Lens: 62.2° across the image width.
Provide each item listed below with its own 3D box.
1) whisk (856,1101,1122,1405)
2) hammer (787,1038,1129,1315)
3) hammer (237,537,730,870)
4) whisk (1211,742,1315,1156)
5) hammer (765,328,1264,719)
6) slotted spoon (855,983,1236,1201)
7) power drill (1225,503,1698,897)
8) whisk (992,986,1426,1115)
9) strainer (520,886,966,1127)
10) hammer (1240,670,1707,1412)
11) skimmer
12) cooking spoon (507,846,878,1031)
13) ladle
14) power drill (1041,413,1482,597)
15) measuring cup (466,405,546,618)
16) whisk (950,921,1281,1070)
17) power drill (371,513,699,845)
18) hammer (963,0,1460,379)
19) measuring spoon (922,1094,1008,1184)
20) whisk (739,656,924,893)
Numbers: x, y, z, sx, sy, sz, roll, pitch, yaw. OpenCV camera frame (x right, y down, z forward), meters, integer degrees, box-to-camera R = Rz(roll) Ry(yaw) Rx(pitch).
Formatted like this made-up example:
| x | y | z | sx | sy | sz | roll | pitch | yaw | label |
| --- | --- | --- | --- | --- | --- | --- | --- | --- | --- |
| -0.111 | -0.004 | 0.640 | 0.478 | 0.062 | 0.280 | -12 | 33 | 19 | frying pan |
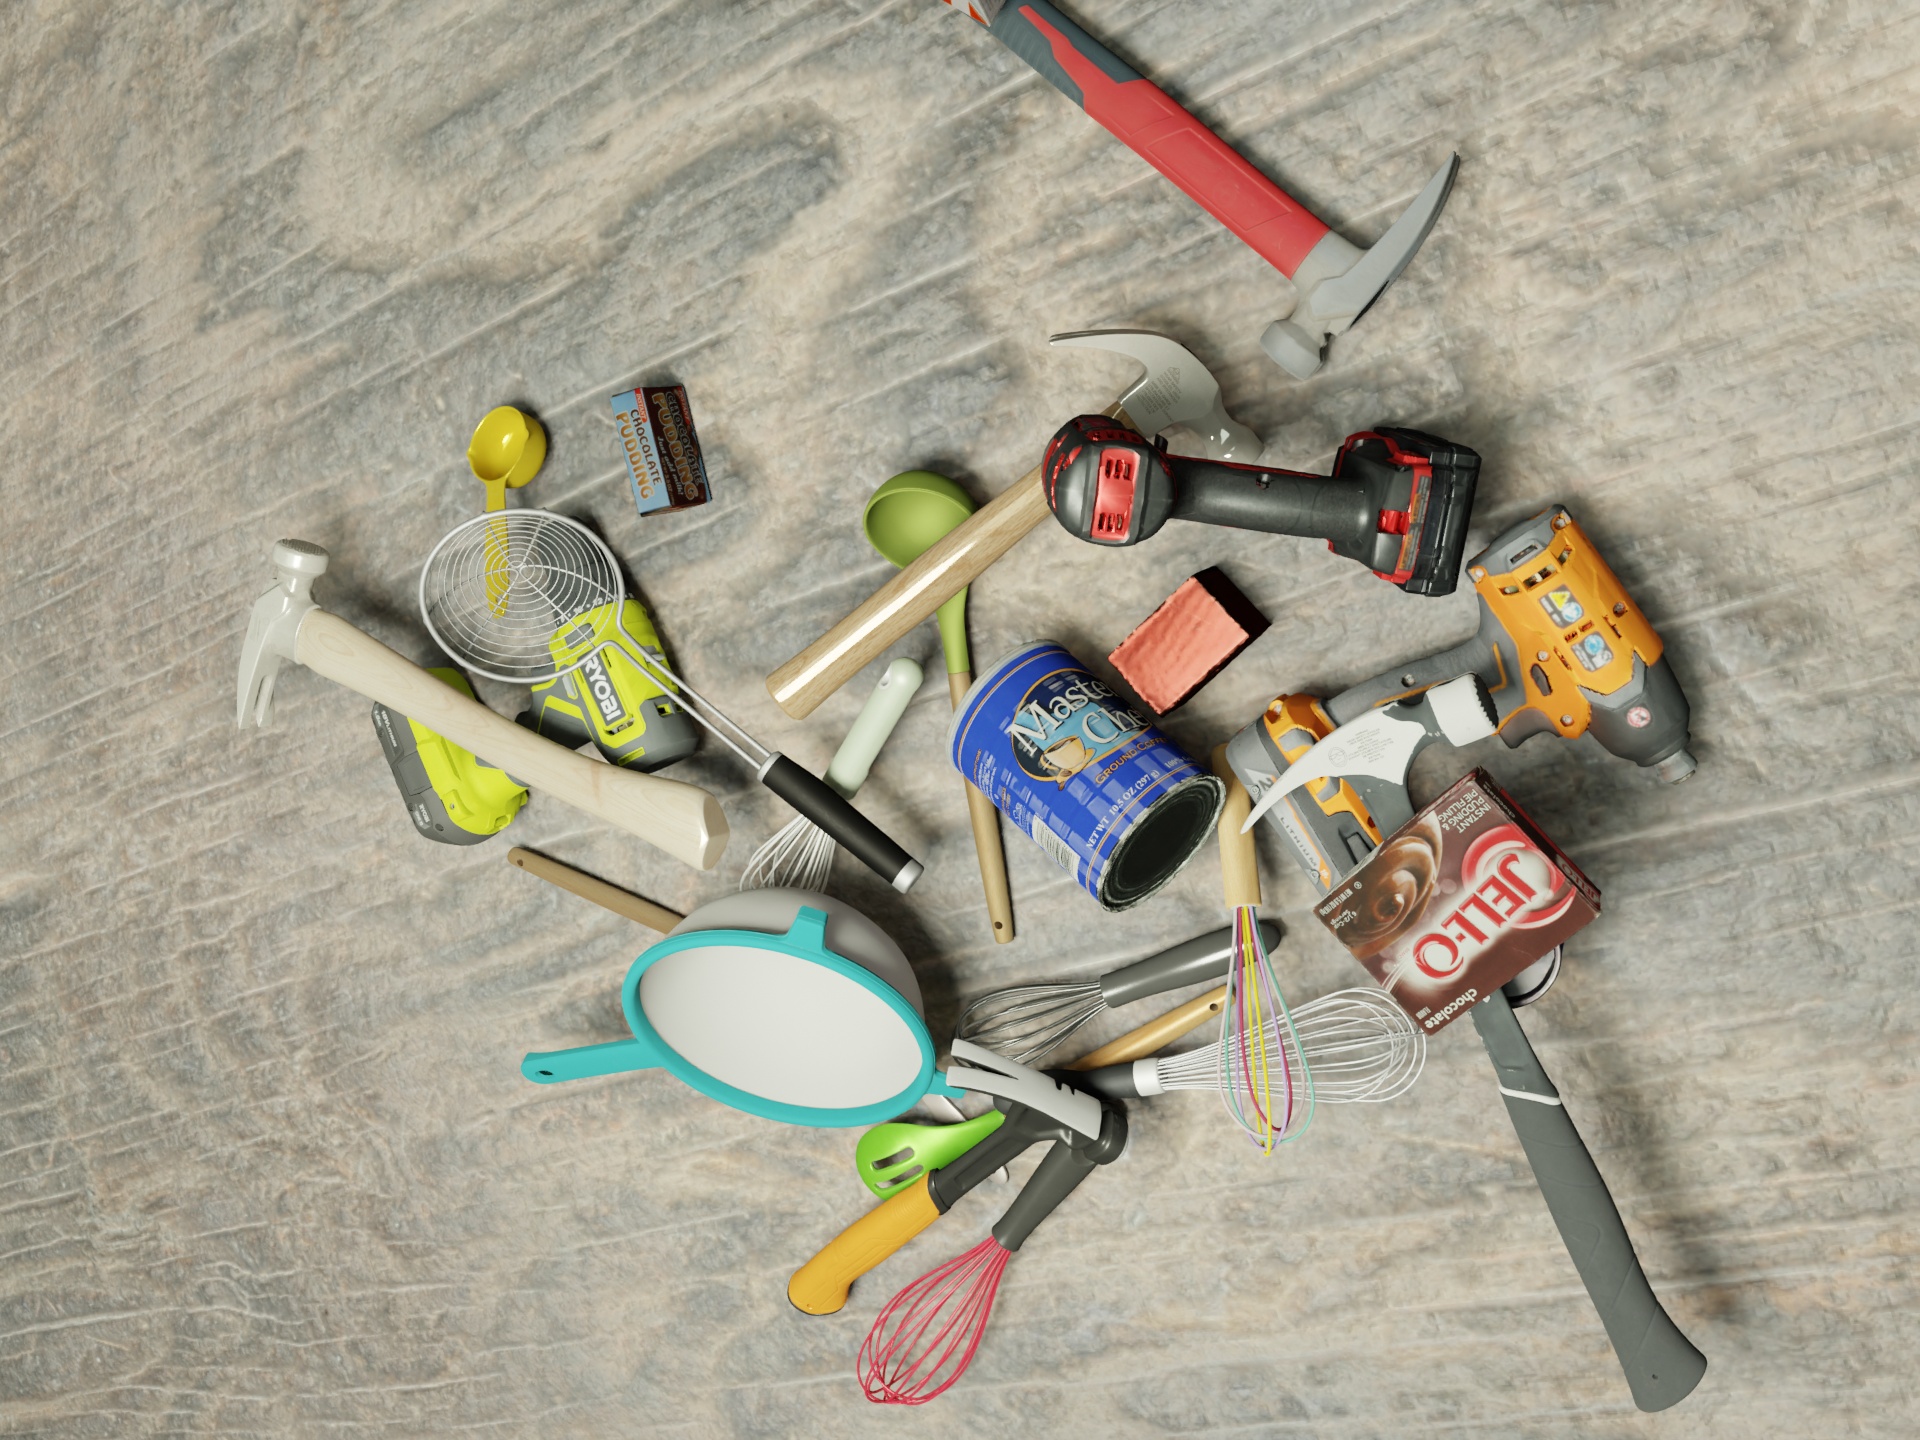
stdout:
| x | y | z | sx | sy | sz | roll | pitch | yaw | label |
| --- | --- | --- | --- | --- | --- | --- | --- | --- | --- |
| 0.021 | 0.372 | 1.100 | 0.073 | 0.073 | 0.295 | 39 | 107 | 12 | whisk |
| -0.034 | 0.324 | 1.072 | 0.127 | 0.034 | 0.336 | 29 | 130 | -16 | hammer |
| -0.340 | 0.013 | 1.109 | 0.411 | 0.038 | 0.146 | 25 | 104 | 19 | hammer |
| 0.172 | 0.131 | 0.942 | 0.051 | 0.047 | 0.245 | -13 | 71 | 30 | whisk |
| 0.012 | -0.112 | 0.961 | 0.331 | 0.031 | 0.130 | -37 | 103 | 14 | hammer |
| 0.051 | 0.253 | 1.068 | 0.313 | 0.031 | 0.070 | -33 | 99 | 21 | slotted spoon |
| 0.284 | 0.009 | 0.893 | 0.226 | 0.084 | 0.164 | -36 | 86 | 22 | power drill |
| 0.149 | 0.217 | 0.992 | 0.284 | 0.070 | 0.070 | -15 | 95 | 22 | whisk |
| -0.164 | 0.191 | 1.096 | 0.340 | 0.095 | 0.210 | -15 | 128 | 30 | strainer |
| 0.293 | 0.185 | 0.856 | 0.149 | 0.036 | 0.409 | -25 | 91 | 28 | hammer |
| -0.180 | -0.001 | 1.015 | 0.363 | 0.090 | 0.127 | 38 | 109 | 8 | skimmer |
| -0.203 | 0.156 | 1.174 | 0.319 | 0.017 | 0.068 | 20 | 108 | 18 | cooking spoon |
| -0.002 | -0.003 | 1.031 | 0.078 | 0.062 | 0.320 | -5 | 102 | 25 | ladle |
| 0.153 | -0.125 | 0.863 | 0.219 | 0.143 | 0.078 | 5 | 106 | -5 | power drill |
| -0.320 | -0.146 | 1.130 | 0.062 | 0.029 | 0.157 | -10 | 77 | 30 | measuring cup |
| 0.097 | 0.177 | 1.030 | 0.239 | 0.055 | 0.055 | -24 | 91 | 22 | whisk |
| -0.314 | -0.023 | 1.155 | 0.228 | 0.080 | 0.190 | -26 | 85 | 24 | power drill |
| 0.099 | -0.373 | 0.916 | 0.386 | 0.038 | 0.143 | 43 | 113 | 10 | hammer |
| -0.012 | 0.279 | 1.115 | 0.124 | 0.018 | 0.034 | 47 | 115 | 8 | measuring spoon |
| -0.084 | 0.051 | 1.067 | 0.059 | 0.058 | 0.246 | 19 | 125 | -19 | whisk |
